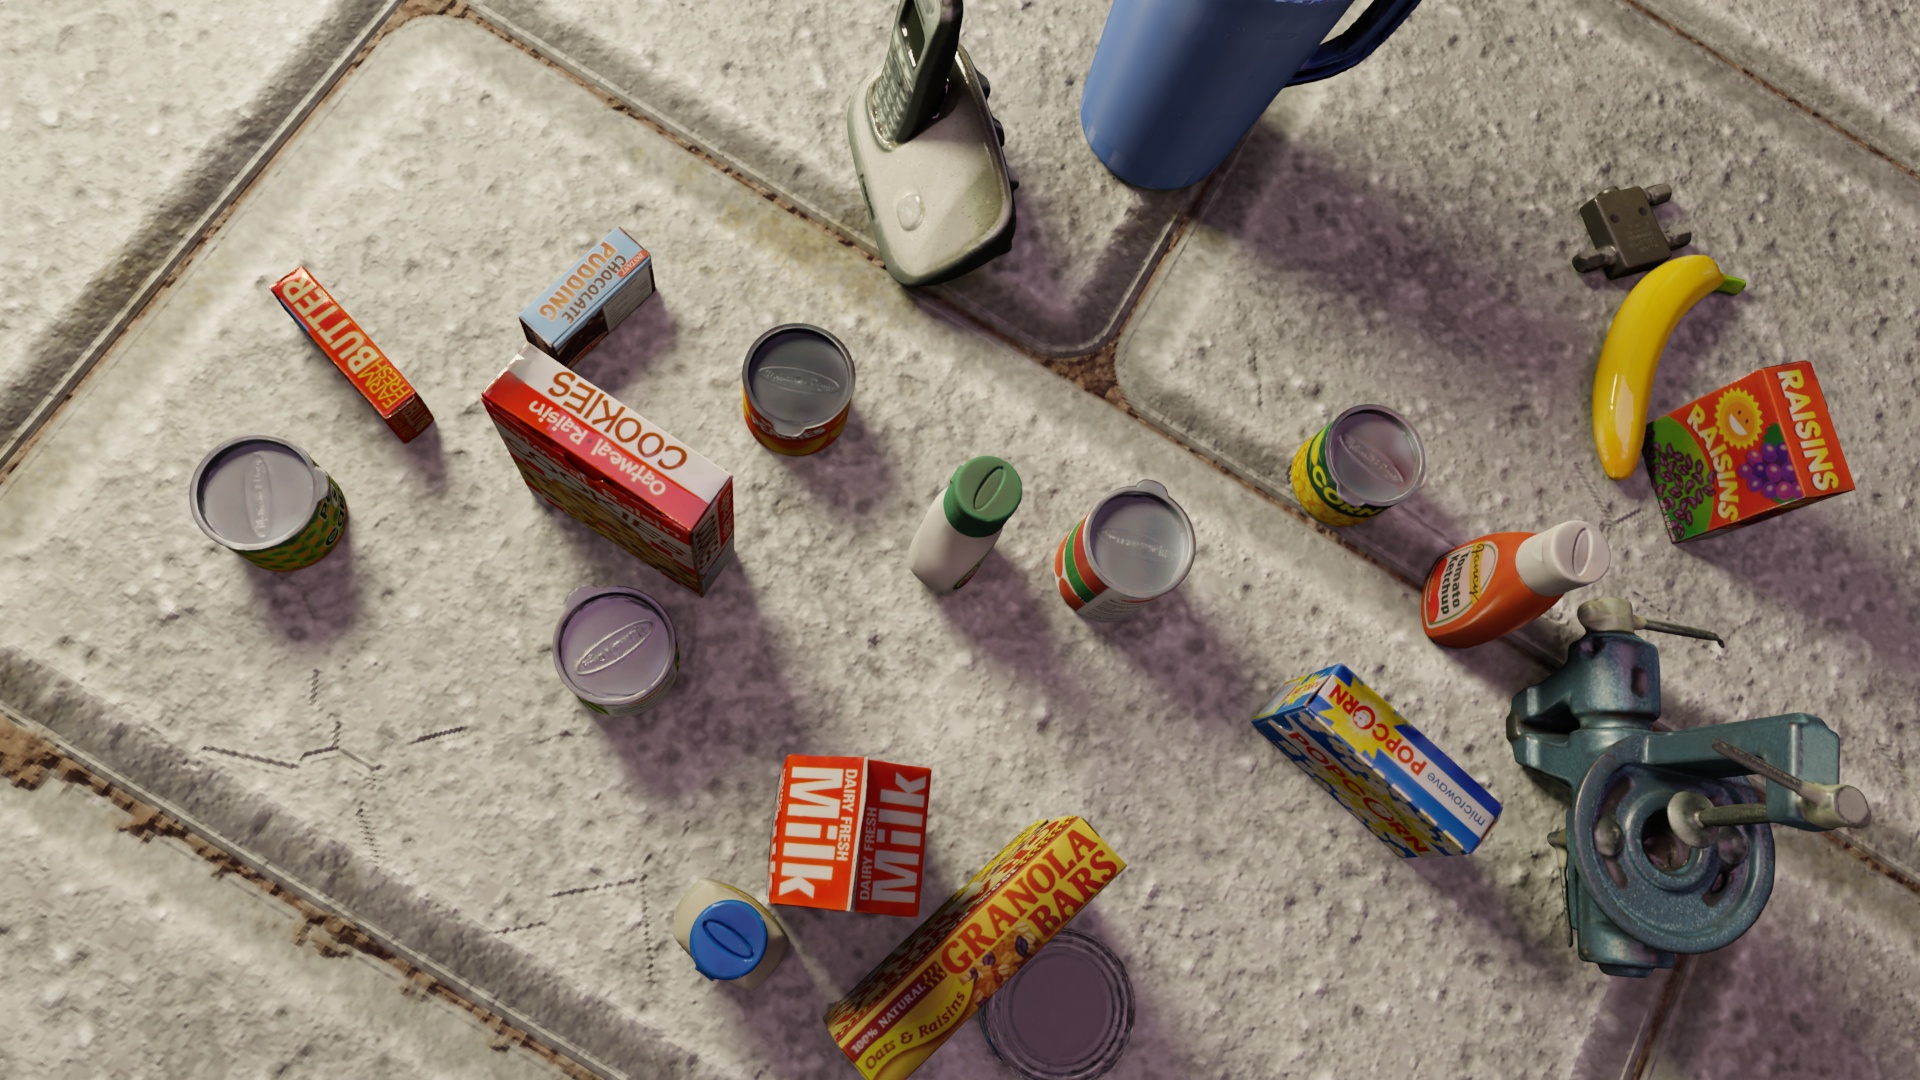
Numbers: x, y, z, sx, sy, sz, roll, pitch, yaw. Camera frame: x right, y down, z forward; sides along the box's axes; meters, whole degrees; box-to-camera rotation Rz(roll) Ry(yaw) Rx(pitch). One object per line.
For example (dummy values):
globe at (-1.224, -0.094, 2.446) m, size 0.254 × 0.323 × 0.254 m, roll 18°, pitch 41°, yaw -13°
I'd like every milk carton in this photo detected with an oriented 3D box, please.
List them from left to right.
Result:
milk carton at (-0.059, 0.152, 0.713) m, size 0.073 × 0.190 × 0.072 m, roll 7°, pitch 76°, yaw -7°

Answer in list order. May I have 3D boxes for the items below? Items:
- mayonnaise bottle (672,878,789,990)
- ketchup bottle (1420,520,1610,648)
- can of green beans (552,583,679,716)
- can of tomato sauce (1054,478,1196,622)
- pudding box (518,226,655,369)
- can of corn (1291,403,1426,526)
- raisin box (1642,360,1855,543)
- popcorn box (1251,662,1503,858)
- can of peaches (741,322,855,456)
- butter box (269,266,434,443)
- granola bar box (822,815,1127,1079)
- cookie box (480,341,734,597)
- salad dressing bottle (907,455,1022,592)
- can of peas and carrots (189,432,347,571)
mayonnaise bottle at (-0.118, 0.202, 0.713) m, size 0.065 × 0.147 × 0.041 m, roll 36°, pitch 74°, yaw 1°
ketchup bottle at (0.330, 0.023, 0.830) m, size 0.043 × 0.148 × 0.065 m, roll 17°, pitch 74°, yaw -5°
can of green beans at (-0.192, 0.063, 0.783) m, size 0.071 × 0.057 × 0.071 m, roll 2°, pitch 76°, yaw -9°
can of tomato sauce at (0.096, 0.008, 0.830) m, size 0.071 × 0.083 × 0.071 m, roll 2°, pitch 76°, yaw -9°
pudding box at (-0.223, -0.143, 0.834) m, size 0.030 × 0.049 × 0.084 m, roll 41°, pitch 74°, yaw 2°
can of corn at (0.250, -0.044, 0.881) m, size 0.071 × 0.058 × 0.071 m, roll 2°, pitch 76°, yaw -9°
raisin box at (0.499, -0.053, 0.890) m, size 0.040 × 0.123 × 0.086 m, roll -8°, pitch 78°, yaw -11°
popcorn box at (0.244, 0.132, 0.822) m, size 0.127 × 0.085 × 0.038 m, roll 42°, pitch 74°, yaw 3°
can of peaches at (-0.099, -0.087, 0.836) m, size 0.071 × 0.058 × 0.071 m, roll 2°, pitch 76°, yaw -9°
butter box at (-0.350, -0.106, 0.803) m, size 0.024 × 0.053 × 0.103 m, roll -42°, pitch 86°, yaw -16°
granola bar box at (0.003, 0.216, 0.741) m, size 0.166 × 0.124 × 0.039 m, roll -40°, pitch 85°, yaw -16°
cookie box at (-0.184, -0.031, 0.751) m, size 0.123 × 0.167 × 0.040 m, roll 33°, pitch 74°, yaw 0°
salad dressing bottle at (0.003, -0.010, 0.786) m, size 0.044 × 0.147 × 0.064 m, roll 33°, pitch 74°, yaw 0°
can of peas and carrots at (-0.380, -0.021, 0.773) m, size 0.071 × 0.058 × 0.071 m, roll 2°, pitch 76°, yaw -9°
